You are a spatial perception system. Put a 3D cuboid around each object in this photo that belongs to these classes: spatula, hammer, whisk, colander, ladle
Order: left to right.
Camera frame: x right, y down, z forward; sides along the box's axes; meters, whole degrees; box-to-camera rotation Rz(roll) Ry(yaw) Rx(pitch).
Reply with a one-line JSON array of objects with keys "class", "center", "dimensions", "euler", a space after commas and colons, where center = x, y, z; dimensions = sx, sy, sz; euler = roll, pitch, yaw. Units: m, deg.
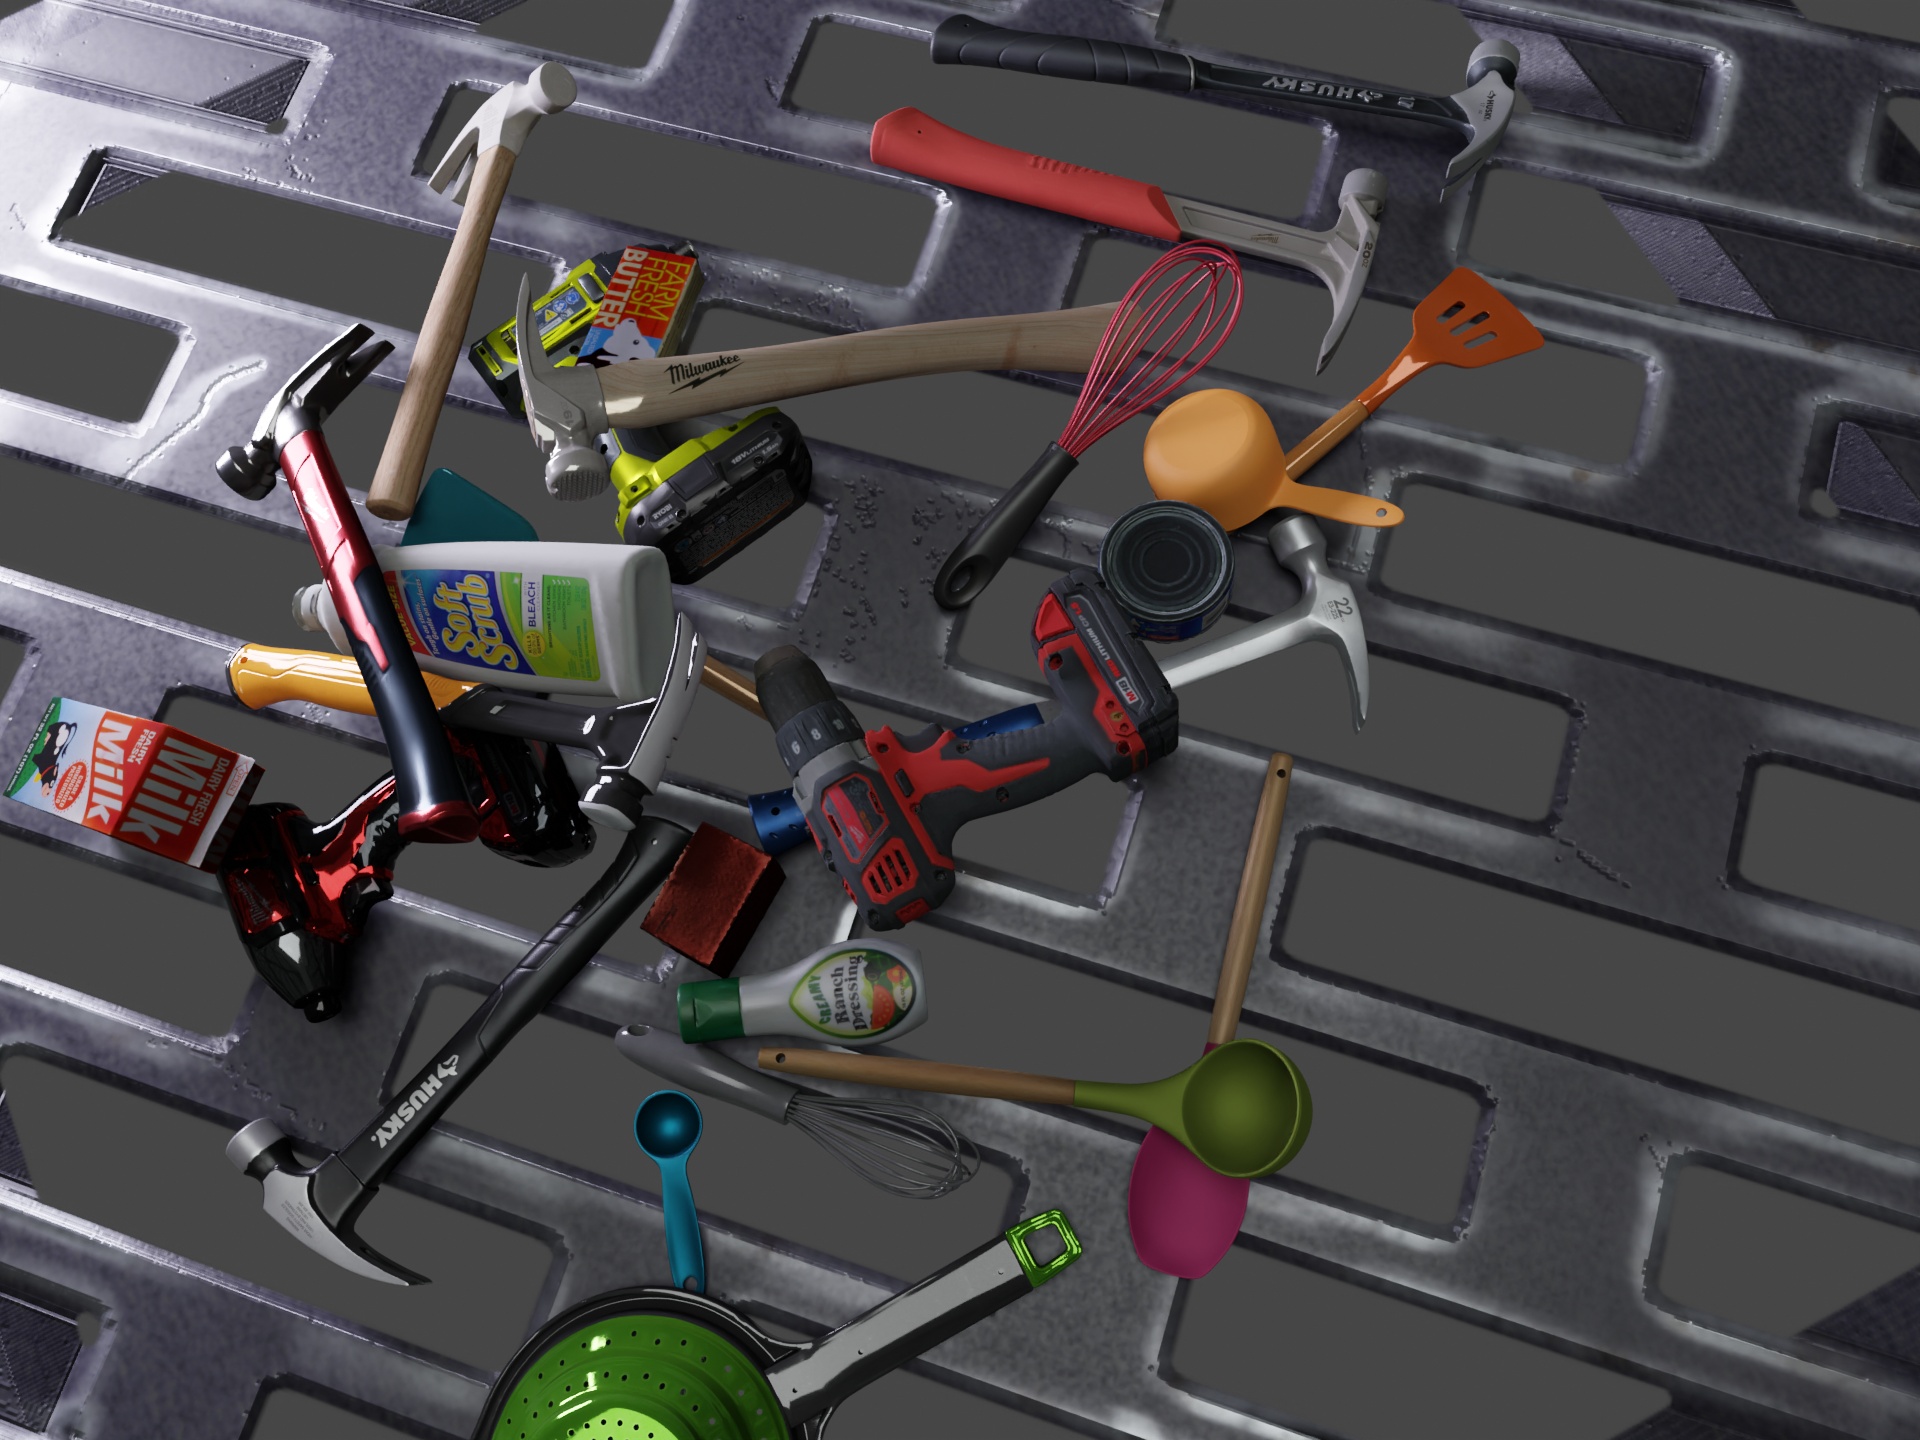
[{"class": "hammer", "center": [-0.351, -0.084, 0.958], "dimensions": [0.143, 0.038, 0.387], "euler": [-41, 56, 10]}, {"class": "hammer", "center": [-0.311, -0.019, 0.961], "dimensions": [0.337, 0.034, 0.127], "euler": [8, 64, 25]}, {"class": "hammer", "center": [-0.346, -0.289, 1.083], "dimensions": [0.130, 0.031, 0.331], "euler": [-7, 65, 43]}, {"class": "hammer", "center": [-0.282, 0.190, 0.979], "dimensions": [0.146, 0.035, 0.335], "euler": [40, 80, 15]}, {"class": "spatula", "center": [-0.222, -0.060, 1.043], "dimensions": [0.317, 0.044, 0.082], "euler": [29, 102, 10]}, {"class": "colander", "center": [-0.110, 0.381, 0.873], "dimensions": [0.397, 0.094, 0.205], "euler": [-28, 76, -5]}, {"class": "whisk", "center": [-0.101, 0.228, 0.949], "dimensions": [0.239, 0.055, 0.055], "euler": [18, 76, 14]}, {"class": "hammer", "center": [-0.073, -0.239, 1.024], "dimensions": [0.410, 0.038, 0.146], "euler": [-12, 71, -18]}, {"class": "ladle", "center": [0.039, 0.209, 0.913], "dimensions": [0.320, 0.062, 0.078], "euler": [5, 69, 6]}, {"class": "hammer", "center": [0.064, 0.002, 1.005], "dimensions": [0.405, 0.035, 0.144], "euler": [-21, 73, -2]}, {"class": "whisk", "center": [0.081, -0.188, 1.031], "dimensions": [0.073, 0.073, 0.296], "euler": [41, 94, 14]}, {"class": "hammer", "center": [0.107, -0.353, 1.107], "dimensions": [0.359, 0.036, 0.149], "euler": [17, 76, 9]}, {"class": "hammer", "center": [0.177, -0.448, 1.117], "dimensions": [0.409, 0.036, 0.149], "euler": [13, 57, 11]}, {"class": "spatula", "center": [0.247, -0.187, 1.055], "dimensions": [0.322, 0.041, 0.081], "euler": [-40, 74, -3]}]

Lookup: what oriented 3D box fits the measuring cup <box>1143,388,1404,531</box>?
[{"class": "measuring cup", "center": [0.195, -0.158, 1.003], "dimensions": [0.174, 0.052, 0.095], "euler": [20, 72, 33]}]

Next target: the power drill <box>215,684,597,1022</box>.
[{"class": "power drill", "center": [-0.351, 0.084, 0.996], "dimensions": [0.219, 0.078, 0.143], "euler": [-28, 72, -1]}]

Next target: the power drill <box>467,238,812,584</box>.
[{"class": "power drill", "center": [-0.206, -0.217, 1.072], "dimensions": [0.171, 0.080, 0.223], "euler": [-36, 71, -6]}]

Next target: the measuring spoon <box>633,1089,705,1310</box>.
[{"class": "measuring spoon", "center": [-0.167, 0.286, 0.954], "dimensions": [0.042, 0.021, 0.129], "euler": [-10, 82, 3]}]

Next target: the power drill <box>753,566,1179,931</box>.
[{"class": "power drill", "center": [-0.002, -0.003, 0.956], "dimensions": [0.226, 0.080, 0.188], "euler": [-30, 73, -1]}]

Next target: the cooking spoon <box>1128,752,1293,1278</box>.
[{"class": "cooking spoon", "center": [0.162, 0.171, 0.957], "dimensions": [0.069, 0.017, 0.319], "euler": [14, 76, 5]}]
